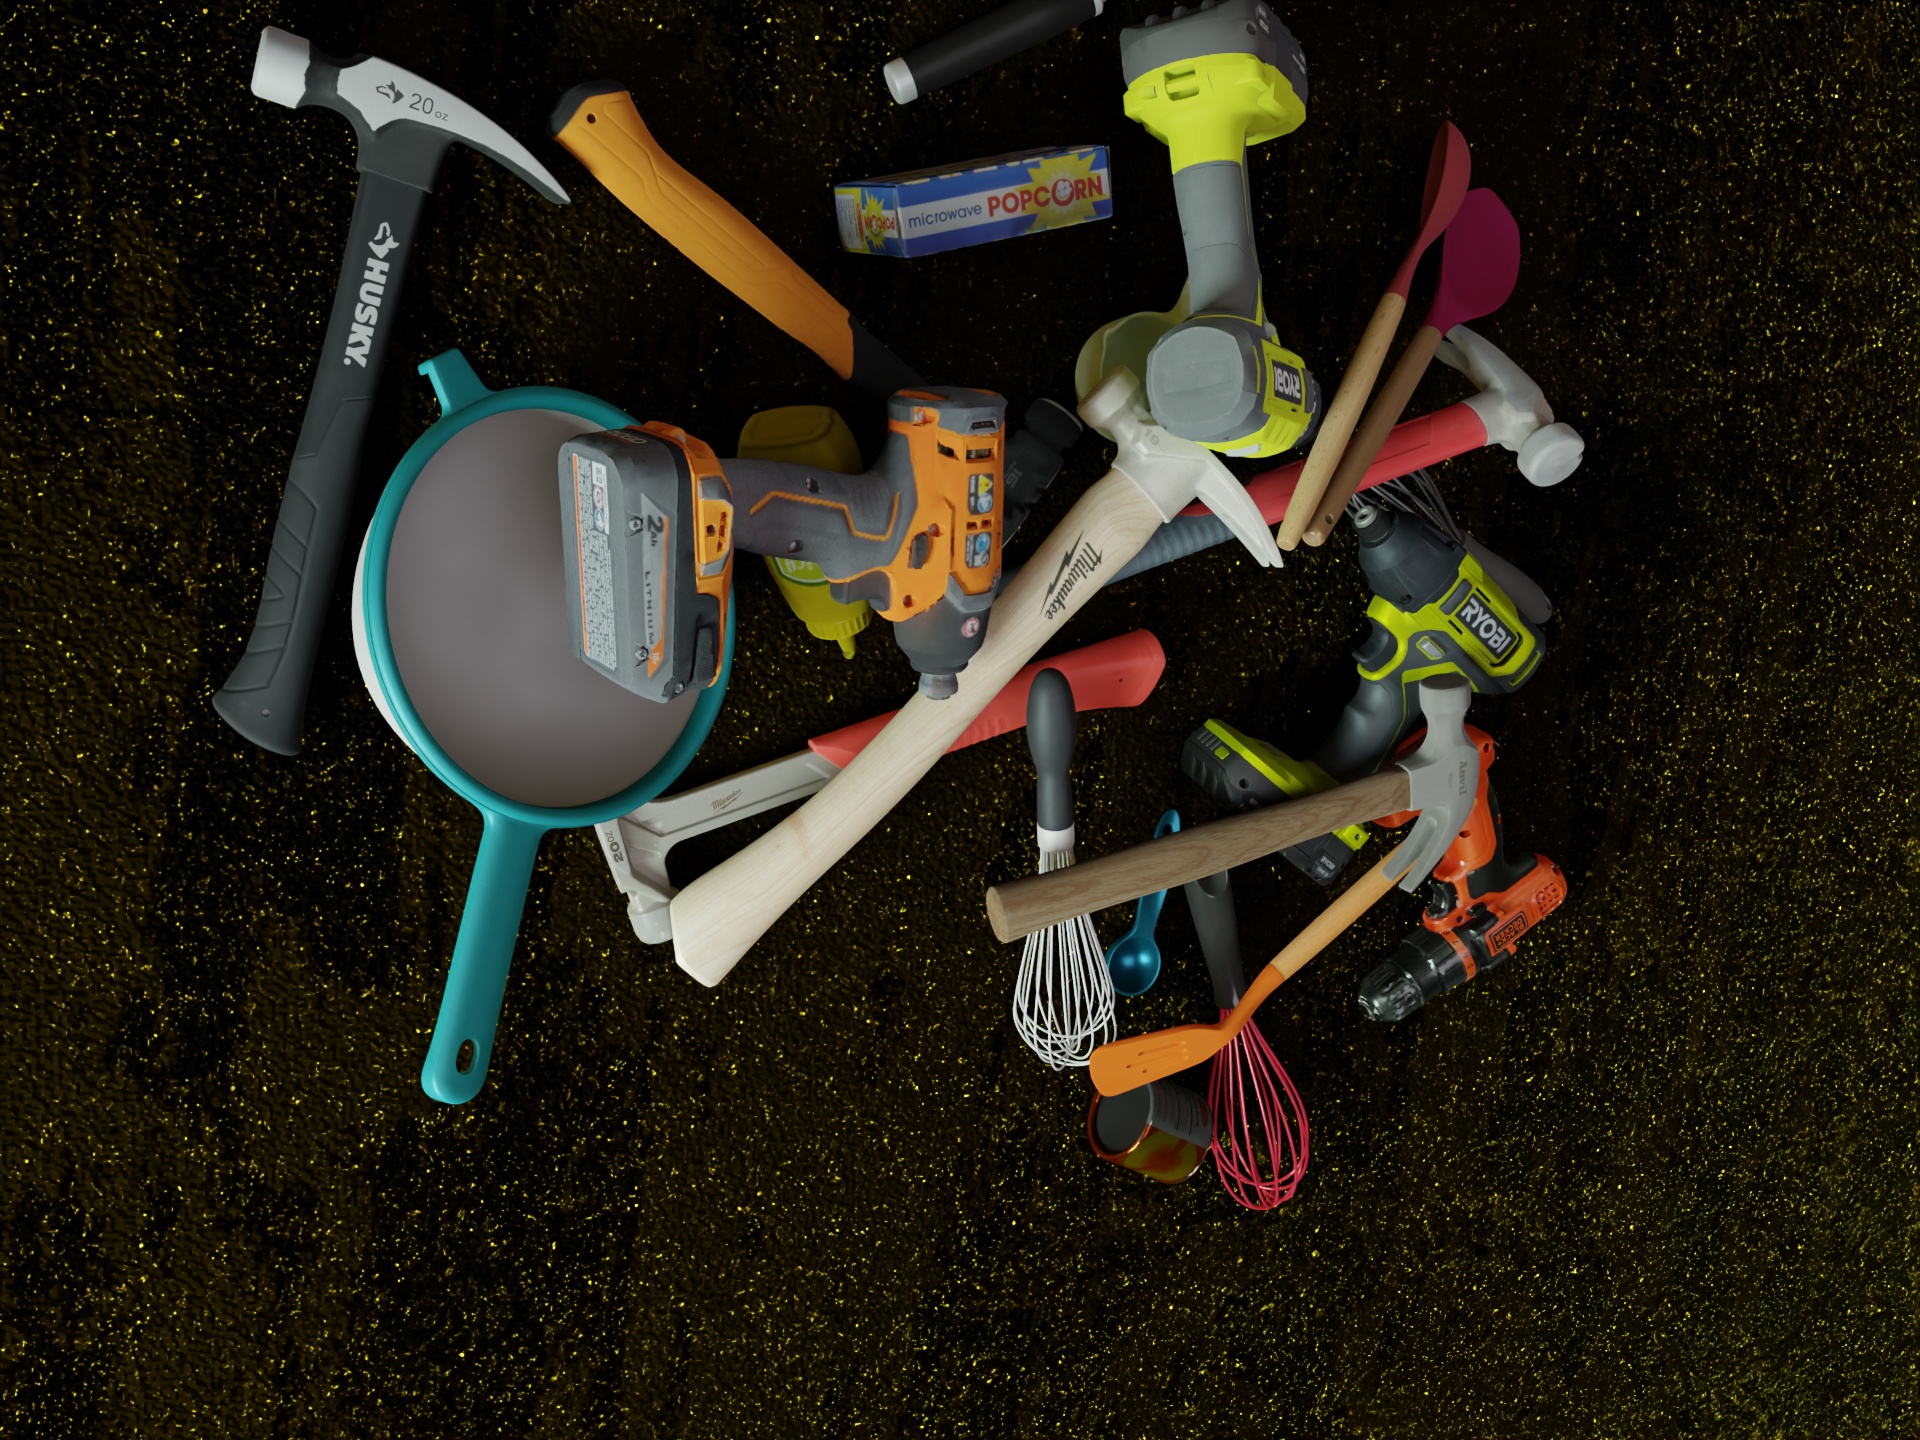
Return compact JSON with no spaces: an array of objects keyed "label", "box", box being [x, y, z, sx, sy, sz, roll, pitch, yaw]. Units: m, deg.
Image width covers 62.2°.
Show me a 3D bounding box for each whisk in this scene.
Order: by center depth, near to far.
[{"label":"whisk","box":[0.059,0.098,0.987,0.070,0.070,0.284,-15,117,-21]},{"label":"whisk","box":[0.333,-0.122,1.079,0.238,0.055,0.055,27,92,-34]},{"label":"whisk","box":[0.192,0.212,1.104,0.073,0.073,0.295,-19,106,-19]}]

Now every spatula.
[{"label":"spatula","box":[0.220,0.145,1.054,0.322,0.041,0.080,-39,147,-13]}]

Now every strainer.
[{"label":"strainer","box":[-0.230,0.008,0.776,0.210,0.095,0.340,23,72,-48]}]

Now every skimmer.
[{"label":"skimmer","box":[0.121,-0.422,0.893,0.363,0.090,0.127,-27,97,-5]}]

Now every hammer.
[{"label":"hammer","box":[-0.298,-0.144,0.775,0.146,0.035,0.334,12,99,-27]},{"label":"hammer","box":[-0.082,-0.209,0.859,0.336,0.034,0.127,37,86,-29]},{"label":"hammer","box":[-0.001,-0.003,0.895,0.146,0.038,0.410,44,88,-11]},{"label":"hammer","box":[-0.042,0.004,0.940,0.359,0.037,0.149,-19,112,-19]},{"label":"hammer","box":[0.173,0.074,0.975,0.331,0.031,0.130,-16,113,-15]},{"label":"hammer","box":[0.173,-0.143,0.977,0.386,0.143,0.038,-20,140,-7]}]

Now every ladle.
[{"label":"ladle","box":[0.248,-0.231,0.944,0.031,0.069,0.315,22,70,12]}]

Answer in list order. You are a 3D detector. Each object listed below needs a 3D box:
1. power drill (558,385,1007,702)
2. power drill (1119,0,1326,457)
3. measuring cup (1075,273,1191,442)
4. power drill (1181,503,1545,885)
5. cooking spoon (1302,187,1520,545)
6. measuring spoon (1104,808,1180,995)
[{"label":"power drill","box":[-0.074,-0.075,0.782,0.226,0.084,0.164,-13,114,-35]},{"label":"power drill","box":[0.156,-0.260,0.885,0.190,0.080,0.228,-9,94,-62]},{"label":"measuring cup","box":[0.123,-0.239,0.953,0.083,0.038,0.168,35,73,-28]},{"label":"power drill","box":[0.256,-0.019,1.033,0.171,0.080,0.223,37,95,-29]},{"label":"cooking spoon","box":[0.278,-0.221,0.976,0.068,0.017,0.319,45,61,-20]},{"label":"measuring spoon","box":[0.123,0.120,1.068,0.042,0.021,0.128,15,89,-27]}]
